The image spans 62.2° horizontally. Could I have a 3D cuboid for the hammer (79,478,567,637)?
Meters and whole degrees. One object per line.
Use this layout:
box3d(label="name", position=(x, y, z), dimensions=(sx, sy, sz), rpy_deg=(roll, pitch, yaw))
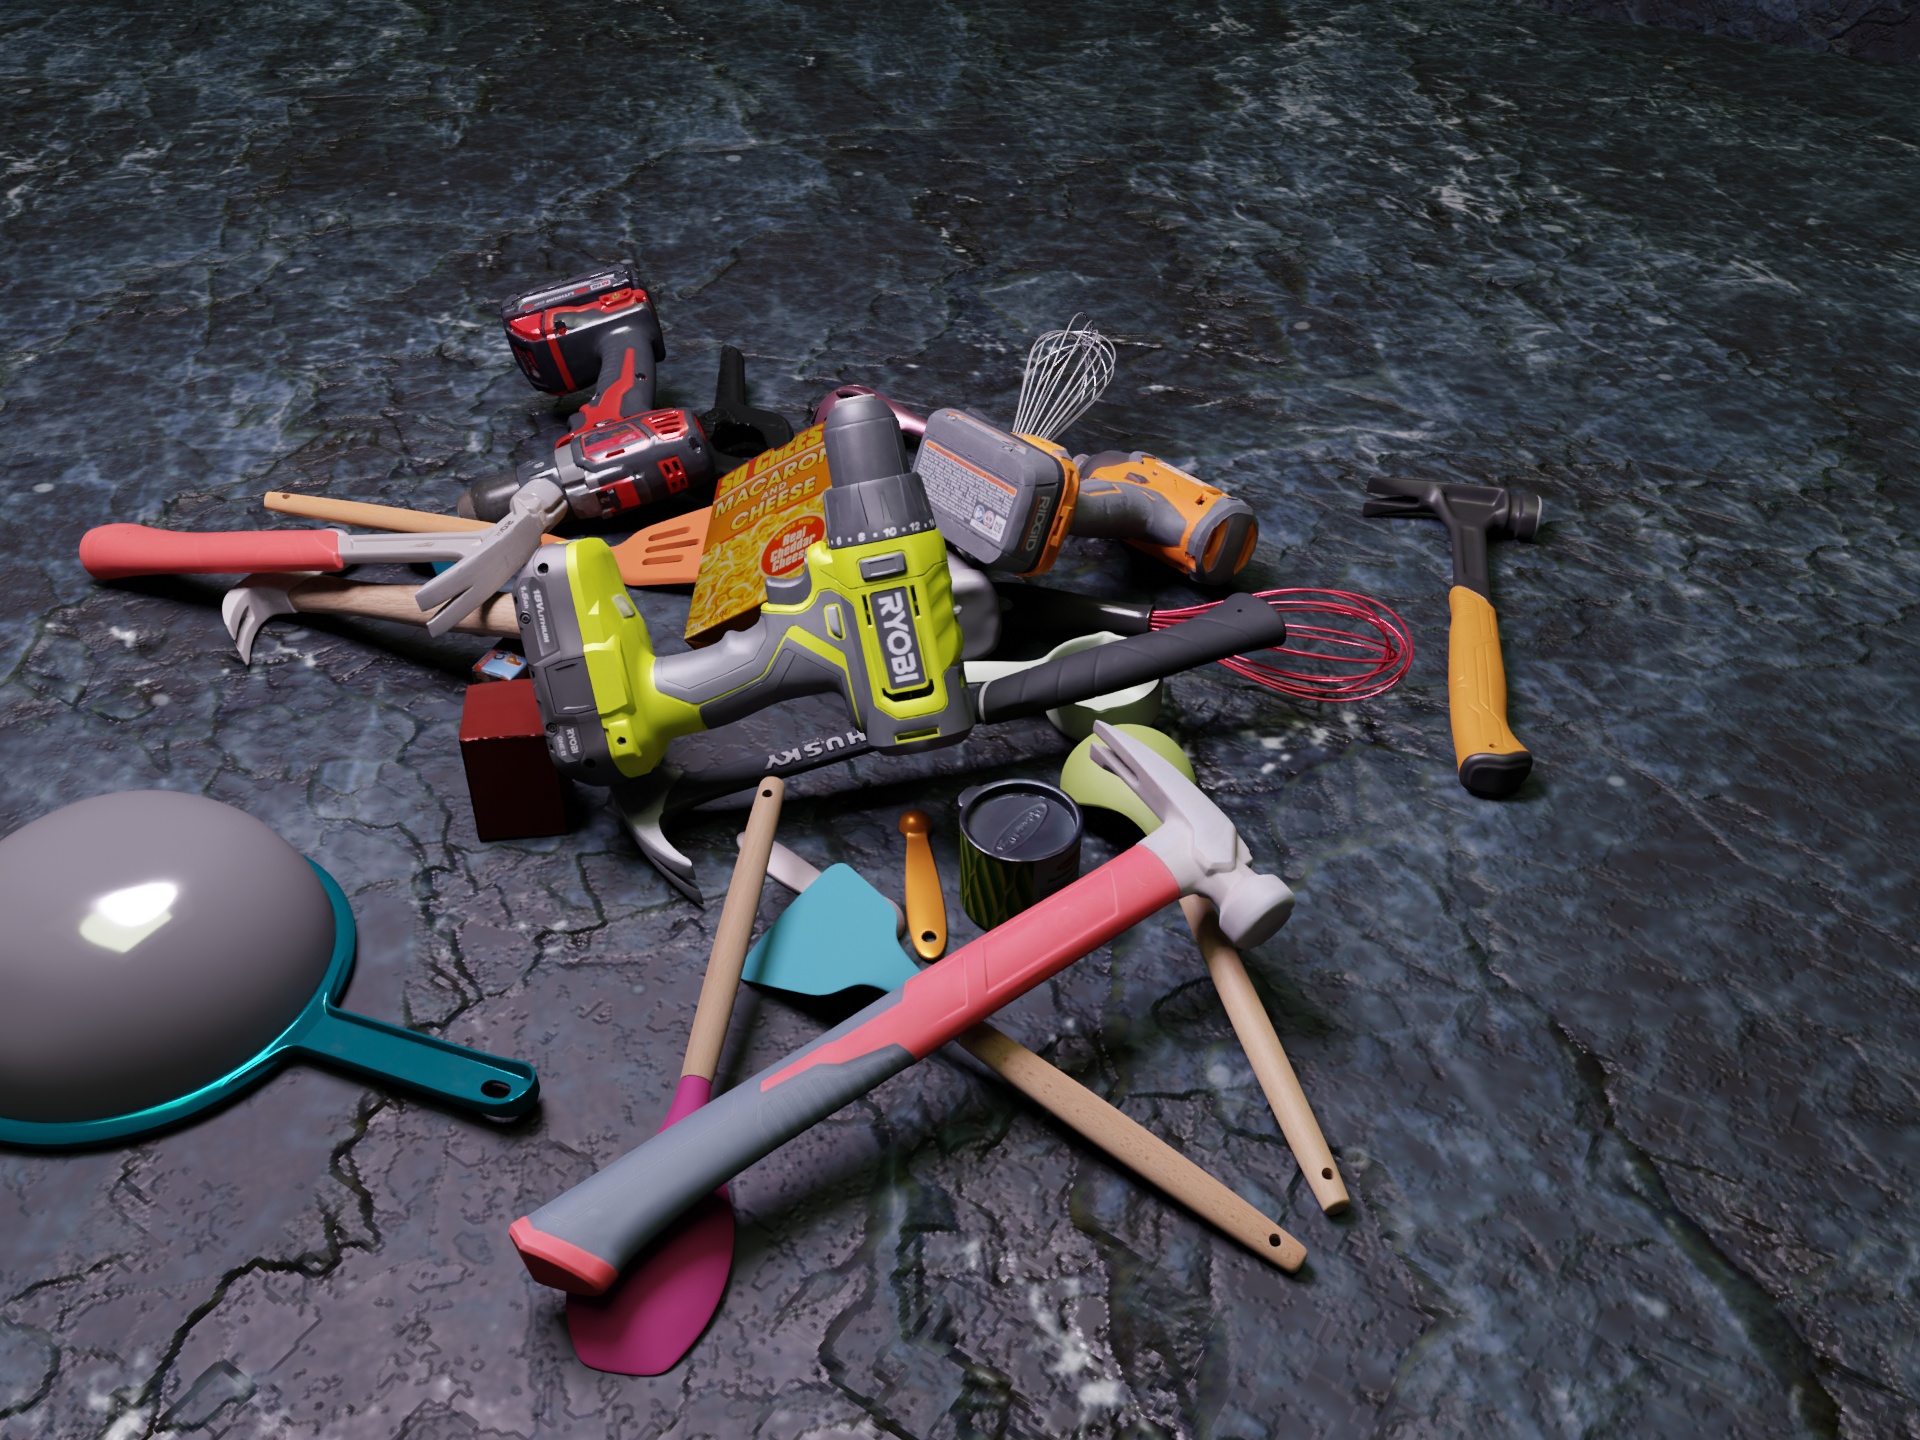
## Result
box3d(label="hammer", position=(-0.440, -0.106, 1.035), dimensions=(0.359, 0.036, 0.149), rpy_deg=(1, 35, 22))

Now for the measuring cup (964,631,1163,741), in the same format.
box3d(label="measuring cup", position=(0.044, -0.017, 0.999), dimensions=(0.167, 0.038, 0.083), rpy_deg=(0, 39, 9))

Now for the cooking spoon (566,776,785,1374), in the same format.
box3d(label="cooking spoon", position=(-0.121, 0.150, 0.760), dimensions=(0.069, 0.017, 0.319), rpy_deg=(5, 47, 5))

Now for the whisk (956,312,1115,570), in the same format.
box3d(label="whisk", position=(0.047, -0.202, 1.188), dimensions=(0.070, 0.070, 0.285), rpy_deg=(16, 56, 18))

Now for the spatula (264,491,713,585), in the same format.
box3d(label="spatula", position=(-0.324, -0.137, 1.118), dimensions=(0.322, 0.041, 0.081), rpy_deg=(8, 47, -5))

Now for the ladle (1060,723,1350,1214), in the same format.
box3d(label="ladle", position=(0.128, 0.118, 0.831), dimensions=(0.078, 0.062, 0.321), rpy_deg=(-9, 46, -12))

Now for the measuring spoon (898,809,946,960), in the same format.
box3d(label="measuring spoon", position=(-0.021, 0.088, 0.880), dimensions=(0.021, 0.011, 0.117), rpy_deg=(-3, 38, -5))

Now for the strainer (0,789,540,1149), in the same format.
box3d(label="strainer", position=(-0.360, 0.113, 0.773), dimensions=(0.340, 0.095, 0.211), rpy_deg=(12, 39, 17))

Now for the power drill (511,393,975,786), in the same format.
box3d(label="power drill", position=(-0.116, -0.064, 0.864), dimensions=(0.228, 0.190, 0.080), rpy_deg=(-11, 8, 4))

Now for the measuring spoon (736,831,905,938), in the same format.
box3d(label="measuring spoon", position=(-0.080, 0.086, 0.875), dimensions=(0.124, 0.018, 0.034), rpy_deg=(28, 46, 32))

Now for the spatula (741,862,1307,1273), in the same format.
box3d(label="spatula", position=(0.026, 0.166, 0.765), dimensions=(0.318, 0.044, 0.082), rpy_deg=(31, 65, 24))

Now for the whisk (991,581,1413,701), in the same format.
box3d(label="whisk", position=(0.143, -0.061, 1.038), dimensions=(0.296, 0.073, 0.073), rpy_deg=(9, 38, 19))

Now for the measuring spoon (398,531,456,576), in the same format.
box3d(label="measuring spoon", position=(-0.355, -0.094, 1.109), dimensions=(0.042, 0.021, 0.129), rpy_deg=(-17, 50, -32))

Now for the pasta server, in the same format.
box3d(label="pasta server", position=(0.016, -0.204, 1.247), dimensions=(0.316, 0.040, 0.060), rpy_deg=(25, 44, 22))

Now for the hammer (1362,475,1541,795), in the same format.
box3d(label="hammer", position=(0.336, -0.067, 1.068), dimensions=(0.127, 0.034, 0.337), rpy_deg=(8, 38, 8))

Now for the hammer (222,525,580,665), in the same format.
box3d(label="hammer", position=(-0.344, -0.072, 1.009), dimensions=(0.331, 0.031, 0.130), rpy_deg=(8, 39, 31))

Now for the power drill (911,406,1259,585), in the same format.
box3d(label="power drill", position=(0.075, -0.153, 1.082), dimensions=(0.226, 0.084, 0.164), rpy_deg=(0, 27, -42))

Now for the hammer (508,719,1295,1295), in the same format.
box3d(label="hammer", position=(-0.033, 0.130, 0.740), dimensions=(0.386, 0.038, 0.143), rpy_deg=(-28, 56, -23))

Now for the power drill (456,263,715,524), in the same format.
box3d(label="power drill", position=(-0.297, -0.236, 1.213), dimensions=(0.188, 0.080, 0.227), rpy_deg=(-18, 52, -3))

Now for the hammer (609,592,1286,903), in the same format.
box3d(label="hammer", position=(-0.001, -0.003, 0.934), dimensions=(0.409, 0.036, 0.149), rpy_deg=(-16, 41, -8))
